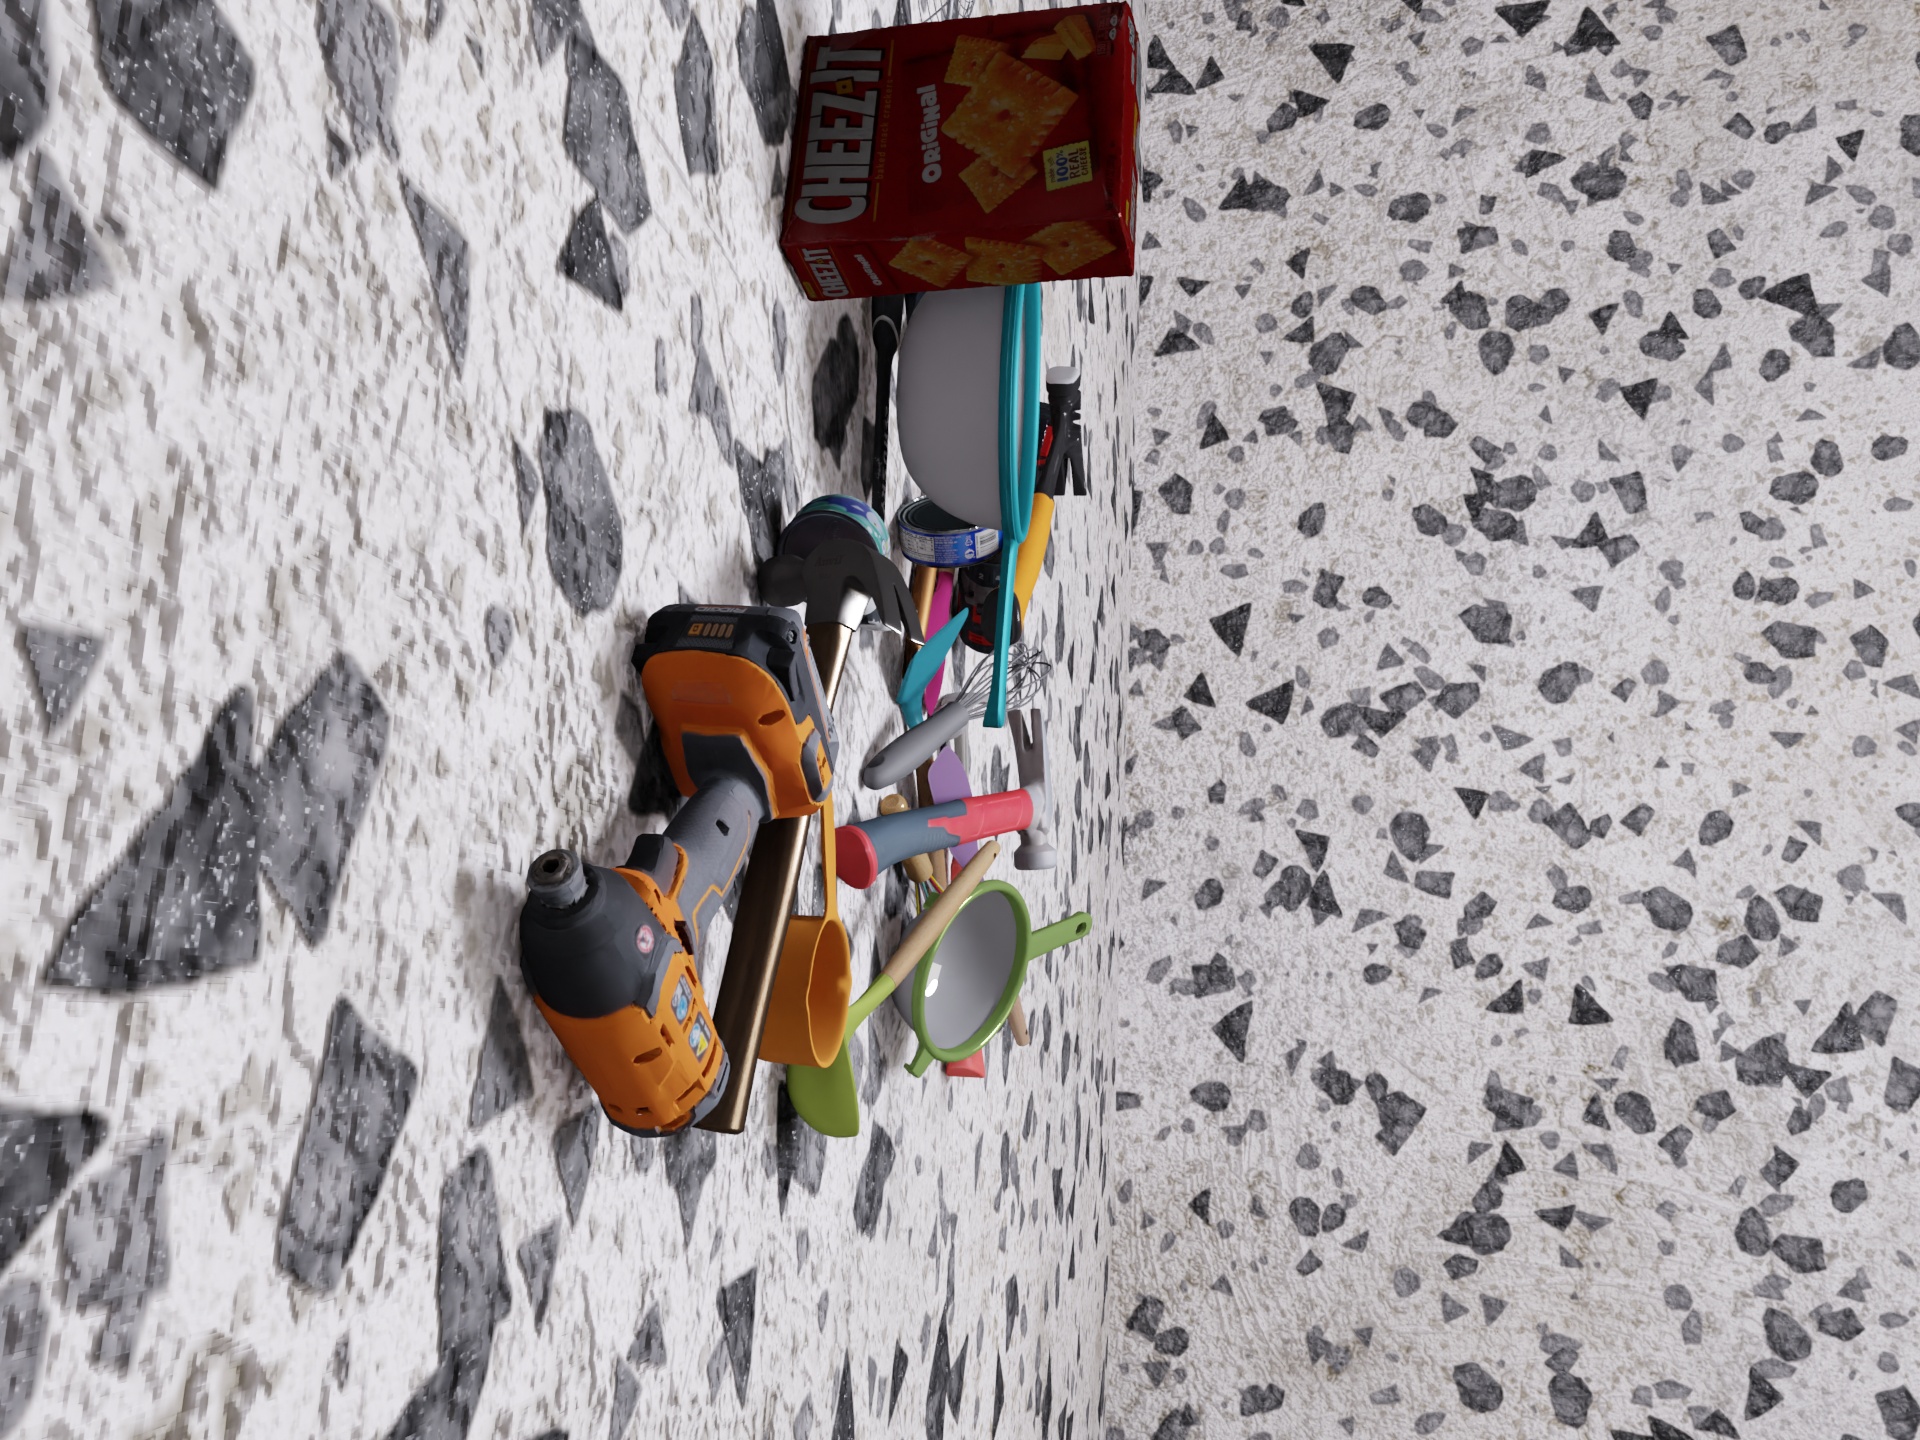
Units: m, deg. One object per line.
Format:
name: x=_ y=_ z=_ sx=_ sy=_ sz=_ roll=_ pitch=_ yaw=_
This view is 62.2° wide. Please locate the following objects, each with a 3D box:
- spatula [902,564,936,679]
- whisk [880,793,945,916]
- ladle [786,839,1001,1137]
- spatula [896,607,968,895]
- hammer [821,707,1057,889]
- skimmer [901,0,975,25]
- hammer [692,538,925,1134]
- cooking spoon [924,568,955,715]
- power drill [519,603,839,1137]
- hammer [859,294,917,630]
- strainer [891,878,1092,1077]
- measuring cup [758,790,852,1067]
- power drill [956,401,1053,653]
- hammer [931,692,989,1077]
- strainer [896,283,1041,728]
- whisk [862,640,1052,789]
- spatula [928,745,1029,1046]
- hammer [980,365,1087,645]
spatula: x=-0.012 y=-0.180 z=1.355 sx=0.081 sy=0.041 sz=0.323 roll=73 pitch=23 yaw=-65
whisk: x=-0.025 y=0.135 z=1.320 sx=0.244 sy=0.047 sz=0.051 roll=72 pitch=23 yaw=-49
ladle: x=-0.029 y=0.170 z=1.103 sx=0.320 sy=0.062 sz=0.078 roll=-47 pitch=141 yaw=-53
spatula: x=-0.020 y=0.054 z=1.334 sx=0.082 sy=0.044 sz=0.317 roll=-45 pitch=140 yaw=-45
hammer: x=-0.006 y=0.065 z=1.246 sx=0.386 sy=0.038 sz=0.143 roll=-4 pitch=89 yaw=-67
skimmer: x=-0.070 y=-0.514 z=1.094 sx=0.363 sy=0.090 sz=0.127 roll=-49 pitch=143 yaw=-57
hammer: x=-0.094 y=0.057 z=0.868 sx=0.031 sy=0.130 sz=0.331 roll=24 pitch=72 yaw=-41
cooking spoon: x=-0.010 y=-0.153 z=1.432 sx=0.068 sy=0.017 sz=0.319 roll=72 pitch=22 yaw=-63
power drill: x=-0.128 y=0.050 z=0.721 sx=0.164 sy=0.084 sz=0.227 roll=77 pitch=21 yaw=-47
hammer: x=-0.053 y=-0.264 z=1.175 sx=0.149 sy=0.036 sz=0.409 roll=45 pitch=47 yaw=-76
strainer: x=0.019 y=0.188 z=1.326 sx=0.256 sy=0.069 sz=0.151 roll=-11 pitch=111 yaw=-54
measuring cup: x=-0.100 y=0.115 z=0.931 sx=0.095 sy=0.052 sz=0.173 roll=16 pitch=73 yaw=-78
power drill: x=0.040 y=-0.198 z=1.474 sx=0.187 sy=0.080 sz=0.227 roll=92 pitch=7 yaw=-57
hammer: x=0.004 y=0.154 z=1.480 sx=0.149 sy=0.037 sz=0.359 roll=-28 pitch=118 yaw=-77
strainer: x=-0.001 y=-0.167 z=1.117 sx=0.211 sy=0.095 sz=0.340 roll=-6 pitch=100 yaw=-84
whisk: x=-0.001 y=-0.003 z=1.256 sx=0.239 sy=0.055 sz=0.055 roll=-37 pitch=131 yaw=-46
spatula: x=0.021 y=0.159 z=1.369 sx=0.060 sy=0.018 sz=0.315 roll=-53 pitch=136 yaw=-48
hammer: x=0.064 y=-0.164 z=1.321 sx=0.337 sy=0.034 sz=0.127 roll=-72 pitch=161 yaw=-50
